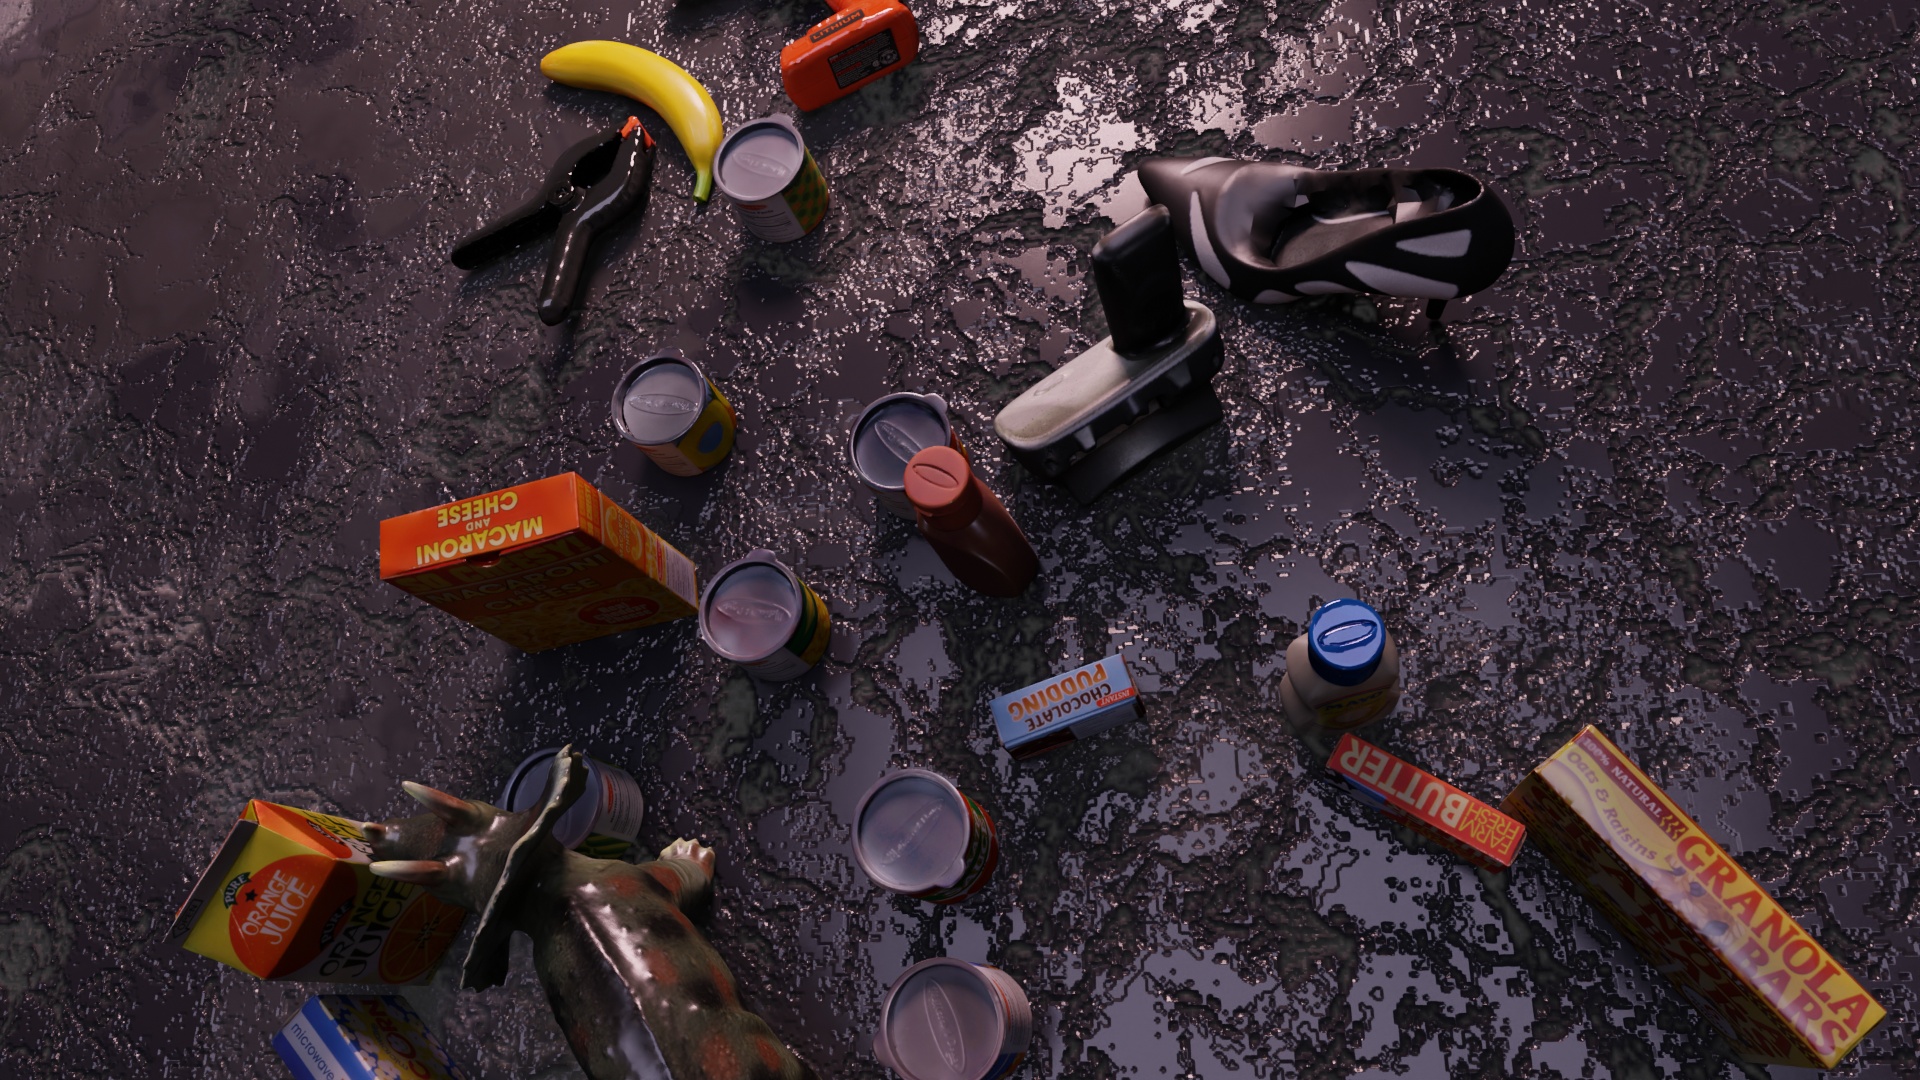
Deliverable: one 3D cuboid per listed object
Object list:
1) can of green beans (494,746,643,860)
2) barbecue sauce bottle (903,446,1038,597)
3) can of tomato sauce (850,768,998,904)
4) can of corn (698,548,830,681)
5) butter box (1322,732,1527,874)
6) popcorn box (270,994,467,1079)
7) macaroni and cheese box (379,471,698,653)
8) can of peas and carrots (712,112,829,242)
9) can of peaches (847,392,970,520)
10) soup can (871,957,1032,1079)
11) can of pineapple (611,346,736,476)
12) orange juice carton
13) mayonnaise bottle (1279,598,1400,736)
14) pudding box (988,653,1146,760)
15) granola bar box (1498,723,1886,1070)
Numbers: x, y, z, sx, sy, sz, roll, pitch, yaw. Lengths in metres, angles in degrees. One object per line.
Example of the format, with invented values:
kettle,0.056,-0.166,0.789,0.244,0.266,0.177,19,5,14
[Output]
can of green beans,-0.236,0.164,0.849,0.071,0.057,0.071,-4,70,12
barbecue sauce bottle,0.003,-0.010,0.805,0.065,0.148,0.044,26,79,20
can of tomato sauce,-0.016,0.169,0.781,0.071,0.083,0.071,-4,70,12
can of corn,-0.120,0.047,0.863,0.071,0.058,0.071,-4,70,12
butter box,0.247,0.141,0.745,0.103,0.053,0.024,28,80,21
popcorn box,-0.325,0.319,0.800,0.127,0.085,0.038,40,84,22
macaroni and cheese box,-0.249,0.019,0.845,0.124,0.166,0.040,-14,69,9
can of peas and carrots,-0.131,-0.253,0.973,0.071,0.058,0.071,-4,70,12
can of peaches,-0.030,-0.054,0.878,0.071,0.058,0.071,-4,70,12
soup can,-0.003,0.260,0.745,0.071,0.083,0.071,-4,70,12
can of pineapple,-0.189,-0.084,0.927,0.071,0.057,0.071,-4,70,12
orange juice carton,-0.364,0.203,0.793,0.073,0.192,0.072,25,79,20
mayonnaise bottle,0.201,0.068,0.730,0.065,0.147,0.041,-17,68,7
pudding box,0.062,0.098,0.806,0.084,0.049,0.030,-21,68,6
granola bar box,0.344,0.172,0.672,0.039,0.124,0.166,-40,67,-2
